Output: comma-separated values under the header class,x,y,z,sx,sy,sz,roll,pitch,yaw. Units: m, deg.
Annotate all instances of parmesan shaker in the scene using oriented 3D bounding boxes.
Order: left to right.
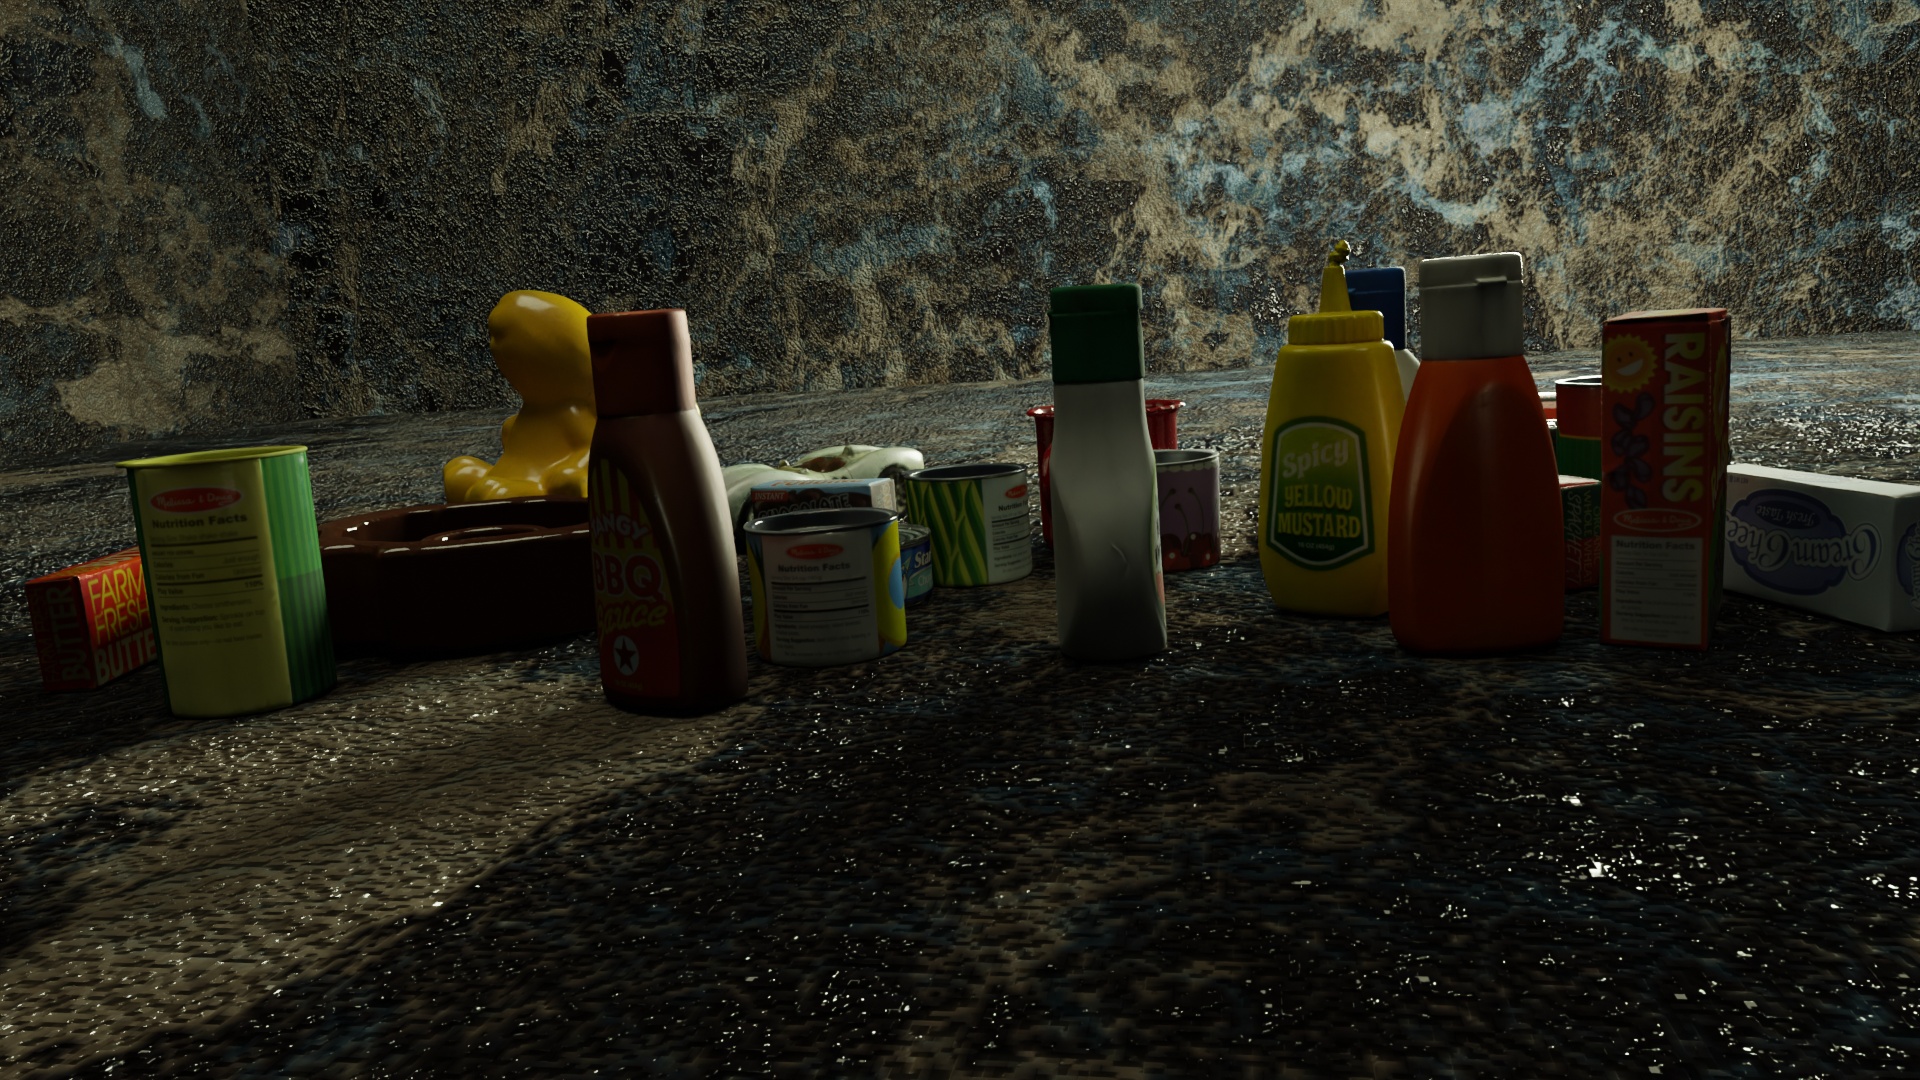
class,x,y,z,sx,sy,sz,roll,pitch,yaw
parmesan shaker,-0.302,0.015,0.574,0.071,0.103,0.071,-4,9,1

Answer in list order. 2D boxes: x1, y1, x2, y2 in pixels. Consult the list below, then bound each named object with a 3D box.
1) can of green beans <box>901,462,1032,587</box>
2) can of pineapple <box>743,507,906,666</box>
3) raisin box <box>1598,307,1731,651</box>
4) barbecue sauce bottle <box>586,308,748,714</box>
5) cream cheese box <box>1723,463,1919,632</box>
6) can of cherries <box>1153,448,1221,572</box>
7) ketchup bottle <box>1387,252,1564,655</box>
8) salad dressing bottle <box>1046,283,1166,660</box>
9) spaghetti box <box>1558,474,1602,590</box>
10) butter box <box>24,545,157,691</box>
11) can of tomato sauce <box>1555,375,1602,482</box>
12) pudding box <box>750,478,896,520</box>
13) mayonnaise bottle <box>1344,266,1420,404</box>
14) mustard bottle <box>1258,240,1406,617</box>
class,x,y,z,sx,sy,sz,roll,pitch,yaw
can of green beans,0.004,-0.009,0.744,0.071,0.057,0.071,-4,9,1
can of pineapple,-0.057,0.018,0.599,0.071,0.057,0.071,-4,9,1
raisin box,0.275,-0.027,0.540,0.040,0.123,0.086,2,10,33
barbecue sauce bottle,-0.114,-0.012,0.524,0.065,0.148,0.044,4,11,41
cream cheese box,0.343,0.001,0.559,0.024,0.053,0.104,-5,9,-10
can of cherries,0.109,-0.017,0.748,0.071,0.058,0.071,-4,9,1
ketchup bottle,0.195,-0.033,0.527,0.065,0.148,0.043,-4,9,-4
salad dressing bottle,0.057,-0.028,0.557,0.044,0.147,0.064,-3,9,3
spaghetti box,0.238,-0.018,0.727,0.029,0.050,0.250,-6,9,-16
butter box,-0.396,0.034,0.657,0.024,0.053,0.103,-4,9,-2
can of tomato sauce,0.356,-0.046,0.751,0.071,0.083,0.071,-4,9,1
pudding box,-0.079,-0.011,0.814,0.083,0.049,0.030,1,10,27
mayonnaise bottle,0.191,-0.052,0.648,0.041,0.147,0.065,-11,12,-42
mustard bottle,0.162,-0.048,0.601,0.065,0.160,0.049,2,10,34
